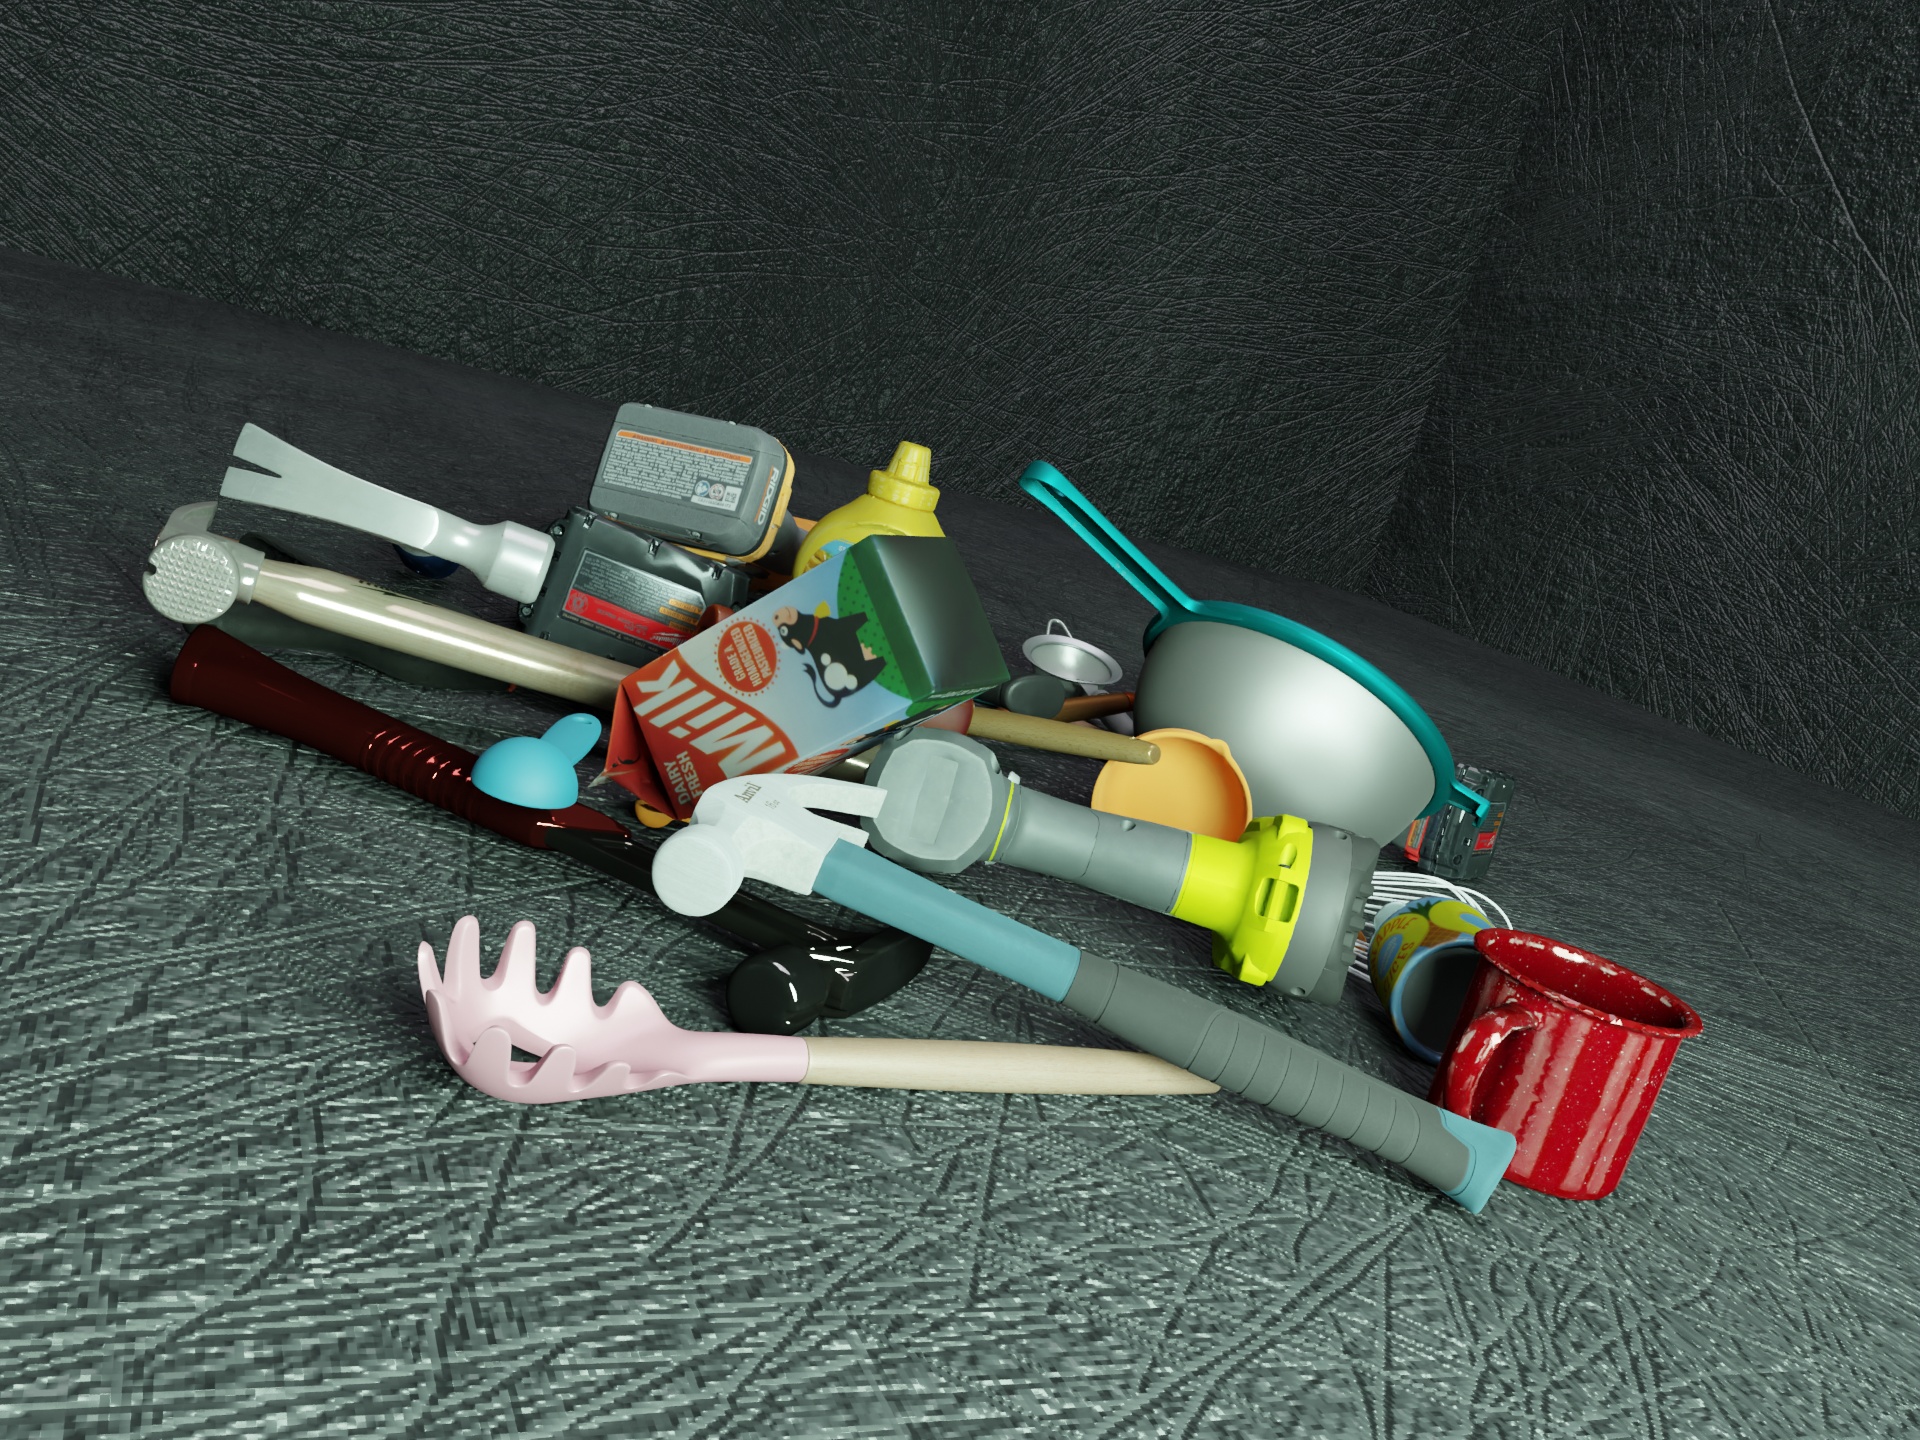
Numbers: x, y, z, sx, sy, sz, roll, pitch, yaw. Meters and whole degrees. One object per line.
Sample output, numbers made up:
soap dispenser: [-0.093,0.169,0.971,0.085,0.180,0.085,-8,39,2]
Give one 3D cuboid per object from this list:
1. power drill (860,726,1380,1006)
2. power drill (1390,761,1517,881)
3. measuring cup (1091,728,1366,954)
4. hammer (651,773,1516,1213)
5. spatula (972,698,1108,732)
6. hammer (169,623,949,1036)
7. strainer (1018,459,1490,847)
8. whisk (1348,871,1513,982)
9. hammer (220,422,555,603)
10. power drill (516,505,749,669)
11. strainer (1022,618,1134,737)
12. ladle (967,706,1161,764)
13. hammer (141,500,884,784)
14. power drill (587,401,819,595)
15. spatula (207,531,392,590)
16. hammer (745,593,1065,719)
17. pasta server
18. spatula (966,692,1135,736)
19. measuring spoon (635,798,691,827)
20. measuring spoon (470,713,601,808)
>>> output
power drill: [0.064,0.062,0.755,0.228,0.080,0.190,16,-4,1]
power drill: [0.276,0.043,1.148,0.220,0.078,0.143,19,6,28]
measuring cup: [0.152,0.072,0.890,0.173,0.095,0.052,36,9,2]
hammer: [0.053,0.102,0.594,0.331,0.033,0.128,25,14,1]
spatula: [0.073,-0.009,1.180,0.318,0.044,0.082,27,26,34]
hammer: [-0.184,0.034,0.672,0.359,0.036,0.149,22,13,19]
strainer: [0.139,-0.011,0.949,0.340,0.095,0.211,41,-19,-22]
whisk: [0.150,0.090,0.841,0.284,0.070,0.070,14,12,9]
hammer: [-0.310,-0.104,0.892,0.144,0.035,0.405,20,-2,-17]
power drill: [-0.182,-0.065,0.980,0.187,0.080,0.227,21,1,-14]
strainer: [0.107,-0.016,1.268,0.086,0.050,0.259,6,21,-18]
ladle: [-0.002,-0.003,0.952,0.069,0.031,0.316,-17,19,-39]
hammer: [-0.194,-0.024,0.820,0.410,0.038,0.146,18,7,-25]
power drill: [-0.163,-0.136,1.068,0.185,0.084,0.226,15,-6,19]
spatula: [-0.324,-0.063,0.950,0.316,0.018,0.060,18,13,3]
hammer: [-0.074,-0.055,1.130,0.335,0.035,0.146,17,11,31]
pasta server: [-0.028,0.111,0.542,0.316,0.040,0.060,10,24,-32]
spatula: [0.100,-0.019,1.144,0.322,0.041,0.081,-8,24,-38]
measuring spoon: [-0.098,0.058,0.749,0.117,0.011,0.021,18,9,-14]
measuring spoon: [-0.170,0.007,0.671,0.042,0.021,0.129,17,14,-4]
